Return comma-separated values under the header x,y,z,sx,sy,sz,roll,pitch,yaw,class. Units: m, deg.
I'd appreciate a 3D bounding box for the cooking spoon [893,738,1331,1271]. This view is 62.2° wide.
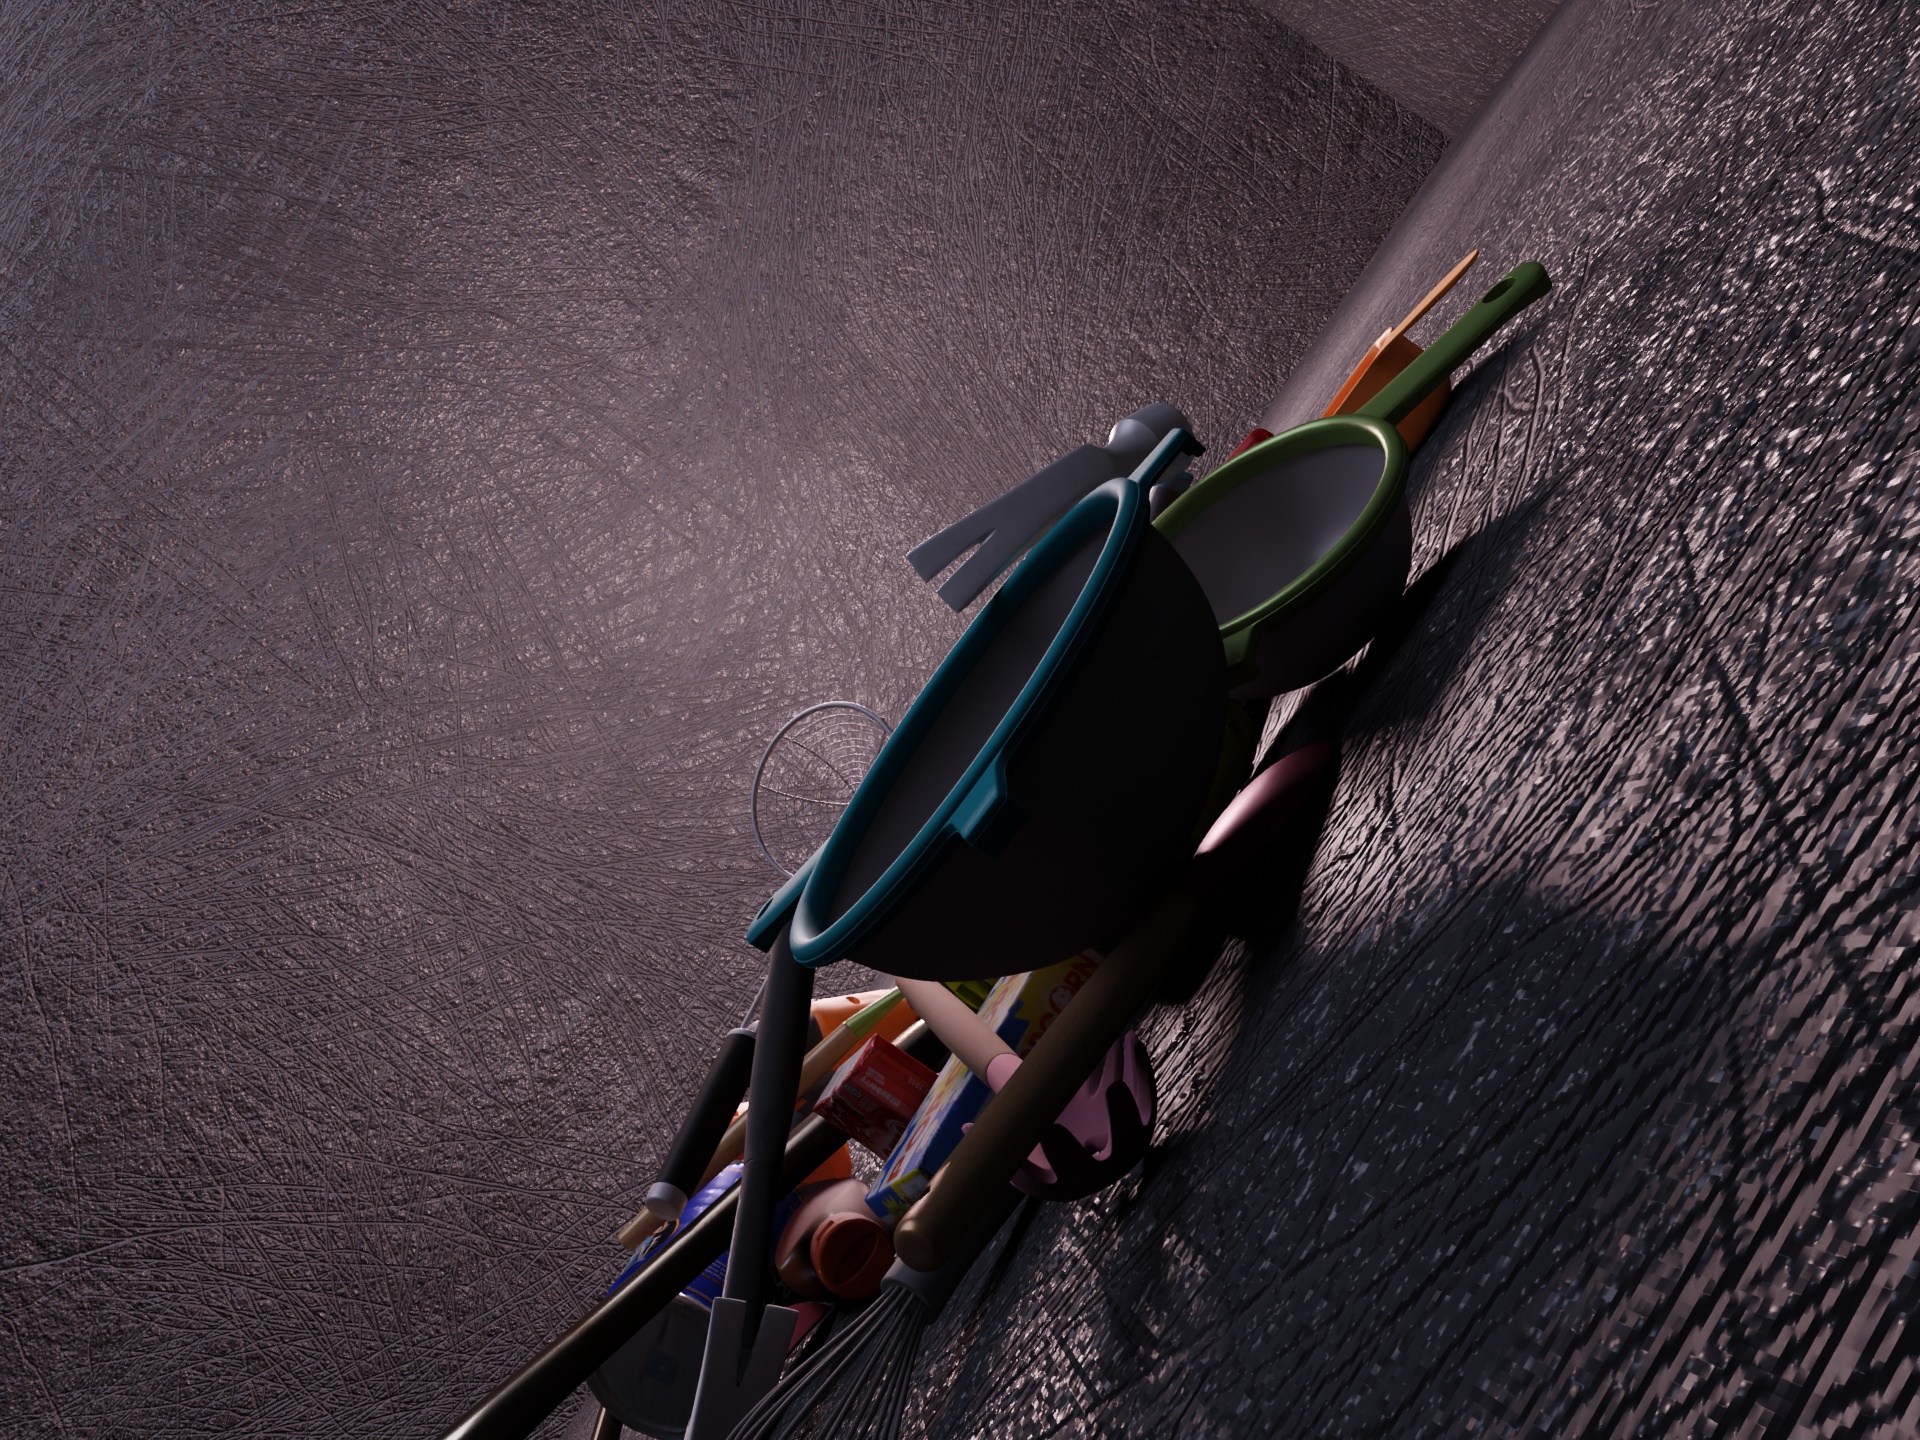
x,y,z,sx,sy,sz,roll,pitch,yaw,class
0.061,0.071,0.505,0.068,0.017,0.319,-47,-5,34,cooking spoon

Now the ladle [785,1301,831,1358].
x,y,z,sx,sy,sz,roll,pitch,yaw,class
-0.131,0.381,0.718,0.069,0.031,0.315,-55,1,31,ladle

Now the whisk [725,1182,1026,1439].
x,y,z,sx,sy,sz,roll,pitch,yaw,class
-0.015,0.198,0.540,0.239,0.055,0.055,-48,-5,-41,whisk

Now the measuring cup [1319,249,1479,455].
x,y,z,sx,sy,sz,roll,pitch,yaw,class
0.256,-0.193,0.888,0.095,0.052,0.173,-55,1,-28,measuring cup

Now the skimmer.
x,y,z,sx,sy,sz,roll,pitch,yaw,class
-0.125,0.133,0.991,0.127,0.090,0.363,-8,35,26,skimmer

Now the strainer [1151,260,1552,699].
x,y,z,sx,sy,sz,roll,pitch,yaw,class
0.175,-0.094,0.690,0.256,0.069,0.152,-43,23,-8,strainer

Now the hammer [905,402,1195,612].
x,y,z,sx,sy,sz,roll,pitch,yaw,class
-0.001,-0.003,0.840,0.144,0.035,0.405,-32,-18,-30,hammer

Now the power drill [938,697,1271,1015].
x,y,z,sx,sy,sz,roll,pitch,yaw,class
0.070,0.051,0.784,0.191,0.080,0.228,-56,3,-35,power drill

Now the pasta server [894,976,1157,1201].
x,y,z,sx,sy,sz,roll,pitch,yaw,class
0.007,0.120,0.603,0.060,0.040,0.316,-28,7,-11,pasta server

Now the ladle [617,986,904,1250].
x,y,z,sx,sy,sz,roll,pitch,yaw,class
-0.094,0.198,0.970,0.320,0.062,0.078,-43,-4,-4,ladle

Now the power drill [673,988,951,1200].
x,y,z,sx,sy,sz,roll,pitch,yaw,class
-0.119,0.264,1.091,0.164,0.084,0.226,-2,-38,-34,power drill

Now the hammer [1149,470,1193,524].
x,y,z,sx,sy,sz,roll,pitch,yaw,class
0.103,-0.036,1.181,0.128,0.033,0.331,49,-118,-89,hammer

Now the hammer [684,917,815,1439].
x,y,z,sx,sy,sz,roll,pitch,yaw,class
-0.096,0.210,0.791,0.335,0.035,0.146,-87,12,-53,hammer

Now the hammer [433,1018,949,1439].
x,y,z,sx,sy,sz,roll,pitch,yaw,class
-0.121,0.272,0.893,0.410,0.038,0.146,-38,-8,-22,hammer

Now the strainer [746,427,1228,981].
x,y,z,sx,sy,sz,roll,pitch,yaw,class
0.006,0.049,0.635,0.340,0.095,0.211,-45,13,53,strainer

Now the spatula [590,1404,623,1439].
x,y,z,sx,sy,sz,roll,pitch,yaw,class
-0.217,0.429,1.007,0.059,0.018,0.316,85,-165,-56,spatula
